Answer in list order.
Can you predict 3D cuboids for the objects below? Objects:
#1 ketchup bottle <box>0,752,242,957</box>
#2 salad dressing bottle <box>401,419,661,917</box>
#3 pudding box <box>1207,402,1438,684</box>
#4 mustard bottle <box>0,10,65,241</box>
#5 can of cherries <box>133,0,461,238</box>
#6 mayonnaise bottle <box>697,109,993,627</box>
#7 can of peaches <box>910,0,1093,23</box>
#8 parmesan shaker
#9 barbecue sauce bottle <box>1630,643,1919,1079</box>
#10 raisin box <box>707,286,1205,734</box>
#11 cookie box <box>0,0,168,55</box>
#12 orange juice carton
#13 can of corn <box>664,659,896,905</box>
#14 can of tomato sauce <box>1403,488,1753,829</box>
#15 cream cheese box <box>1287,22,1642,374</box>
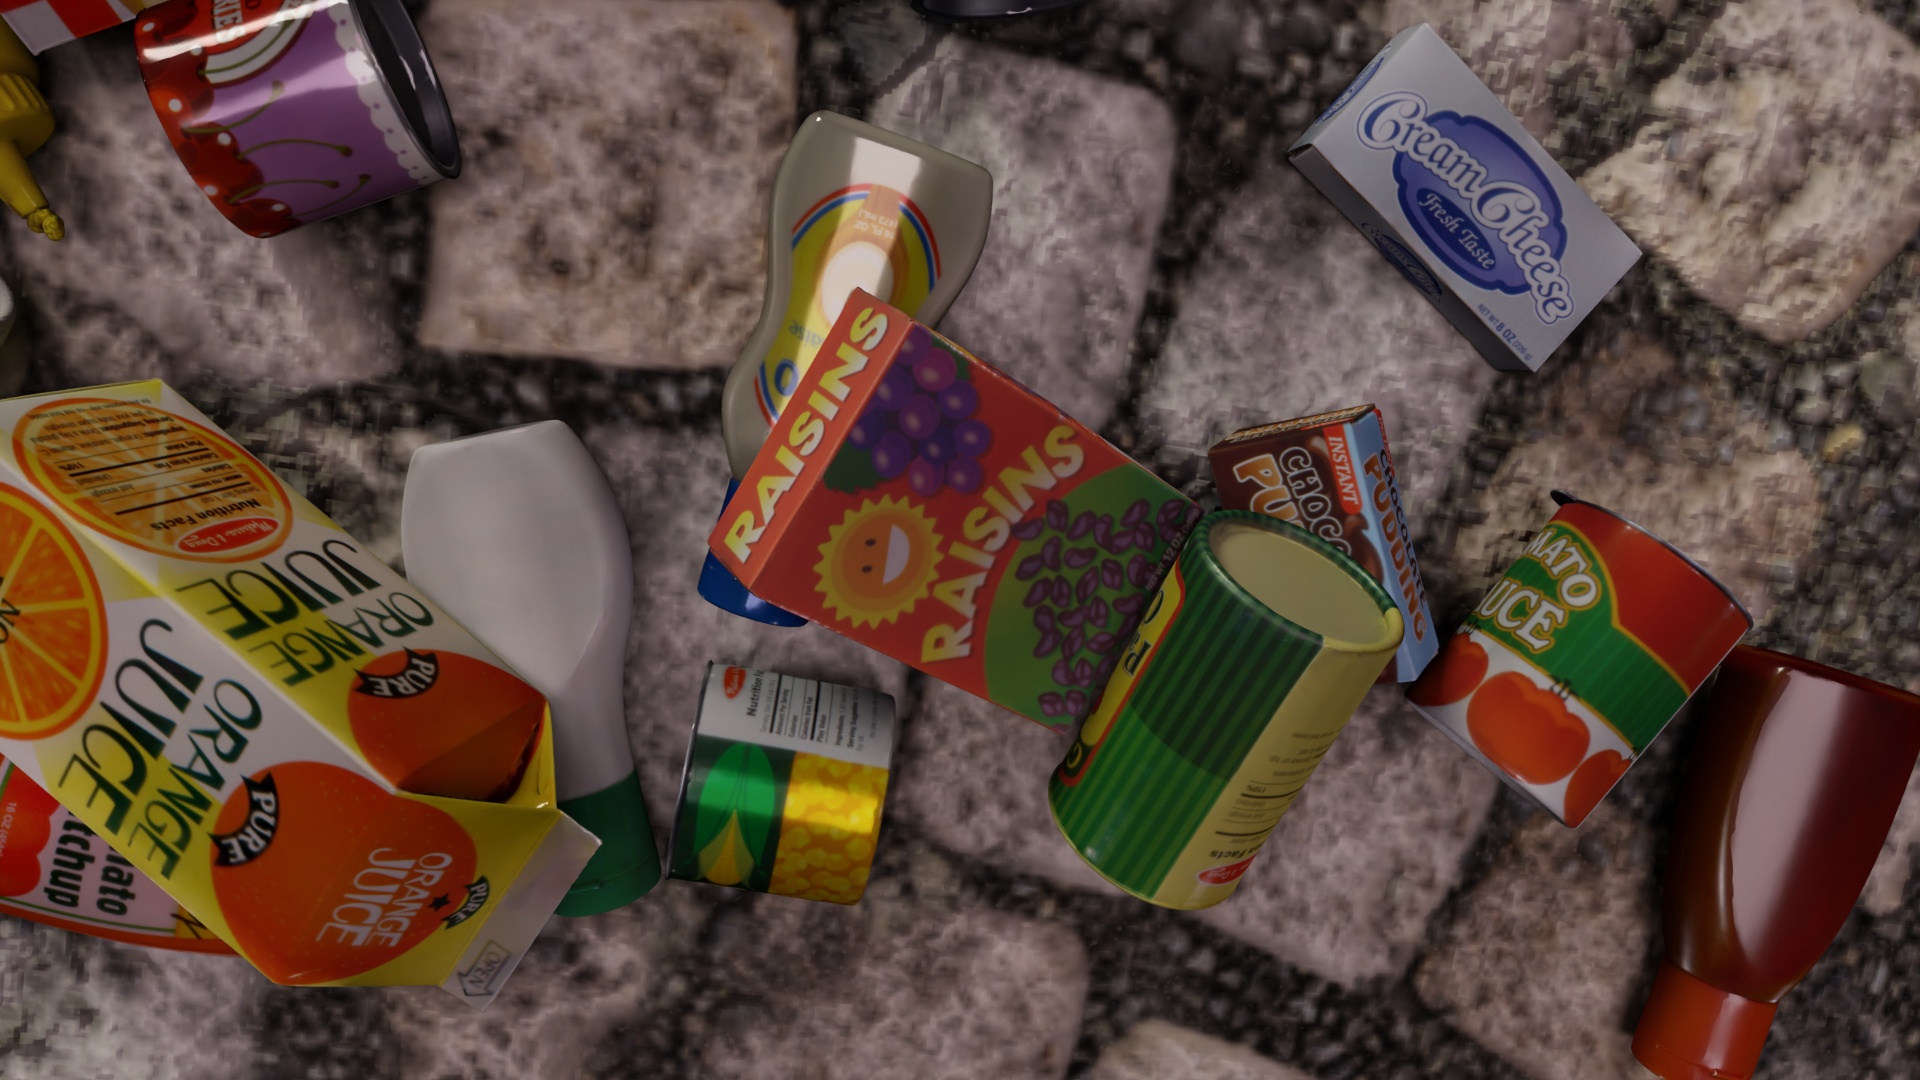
[{"bbox_3d":[-0.216,0.097,0.421,0.149,0.043,0.064,19,95,-8],"label":"ketchup bottle"},{"bbox_3d":[-0.125,0.039,0.422,0.064,0.044,0.147,-11,100,1],"label":"salad dressing bottle"},{"bbox_3d":[0.114,0.003,0.435,0.049,0.030,0.083,-10,101,35],"label":"pudding box"},{"bbox_3d":[-0.298,-0.148,0.378,0.065,0.049,0.160,-33,100,0],"label":"mustard bottle"},{"bbox_3d":[-0.181,-0.125,0.382,0.058,0.071,0.071,-19,99,-2],"label":"can of cherries"},{"bbox_3d":[-0.040,-0.048,0.419,0.065,0.041,0.148,17,96,-10],"label":"mayonnaise bottle"},{"bbox_3d":[0.013,-0.185,0.395,0.071,0.071,0.058,-8,99,-4],"label":"can of peaches"},{"bbox_3d":[0.078,0.049,0.415,0.071,0.071,0.102,21,119,-8],"label":"parmesan shaker"},{"bbox_3d":[0.269,0.113,0.469,0.065,0.044,0.148,15,96,-7],"label":"barbecue sauce bottle"},{"bbox_3d":[0.001,-0.005,0.406,0.123,0.040,0.086,28,96,-36],"label":"raisin box"},{"bbox_3d":[-0.219,-0.217,0.332,0.123,0.040,0.166,-20,139,-2],"label":"cookie box"},{"bbox_3d":[-0.187,0.045,0.376,0.193,0.073,0.071,38,108,3],"label":"orange juice carton"},{"bbox_3d":[-0.055,0.076,0.422,0.058,0.071,0.071,11,97,-7],"label":"can of corn"},{"bbox_3d":[0.192,0.038,0.440,0.071,0.071,0.083,38,93,-9],"label":"can of tomato sauce"},{"bbox_3d":[0.159,-0.107,0.439,0.104,0.024,0.053,42,91,-9],"label":"cream cheese box"}]
